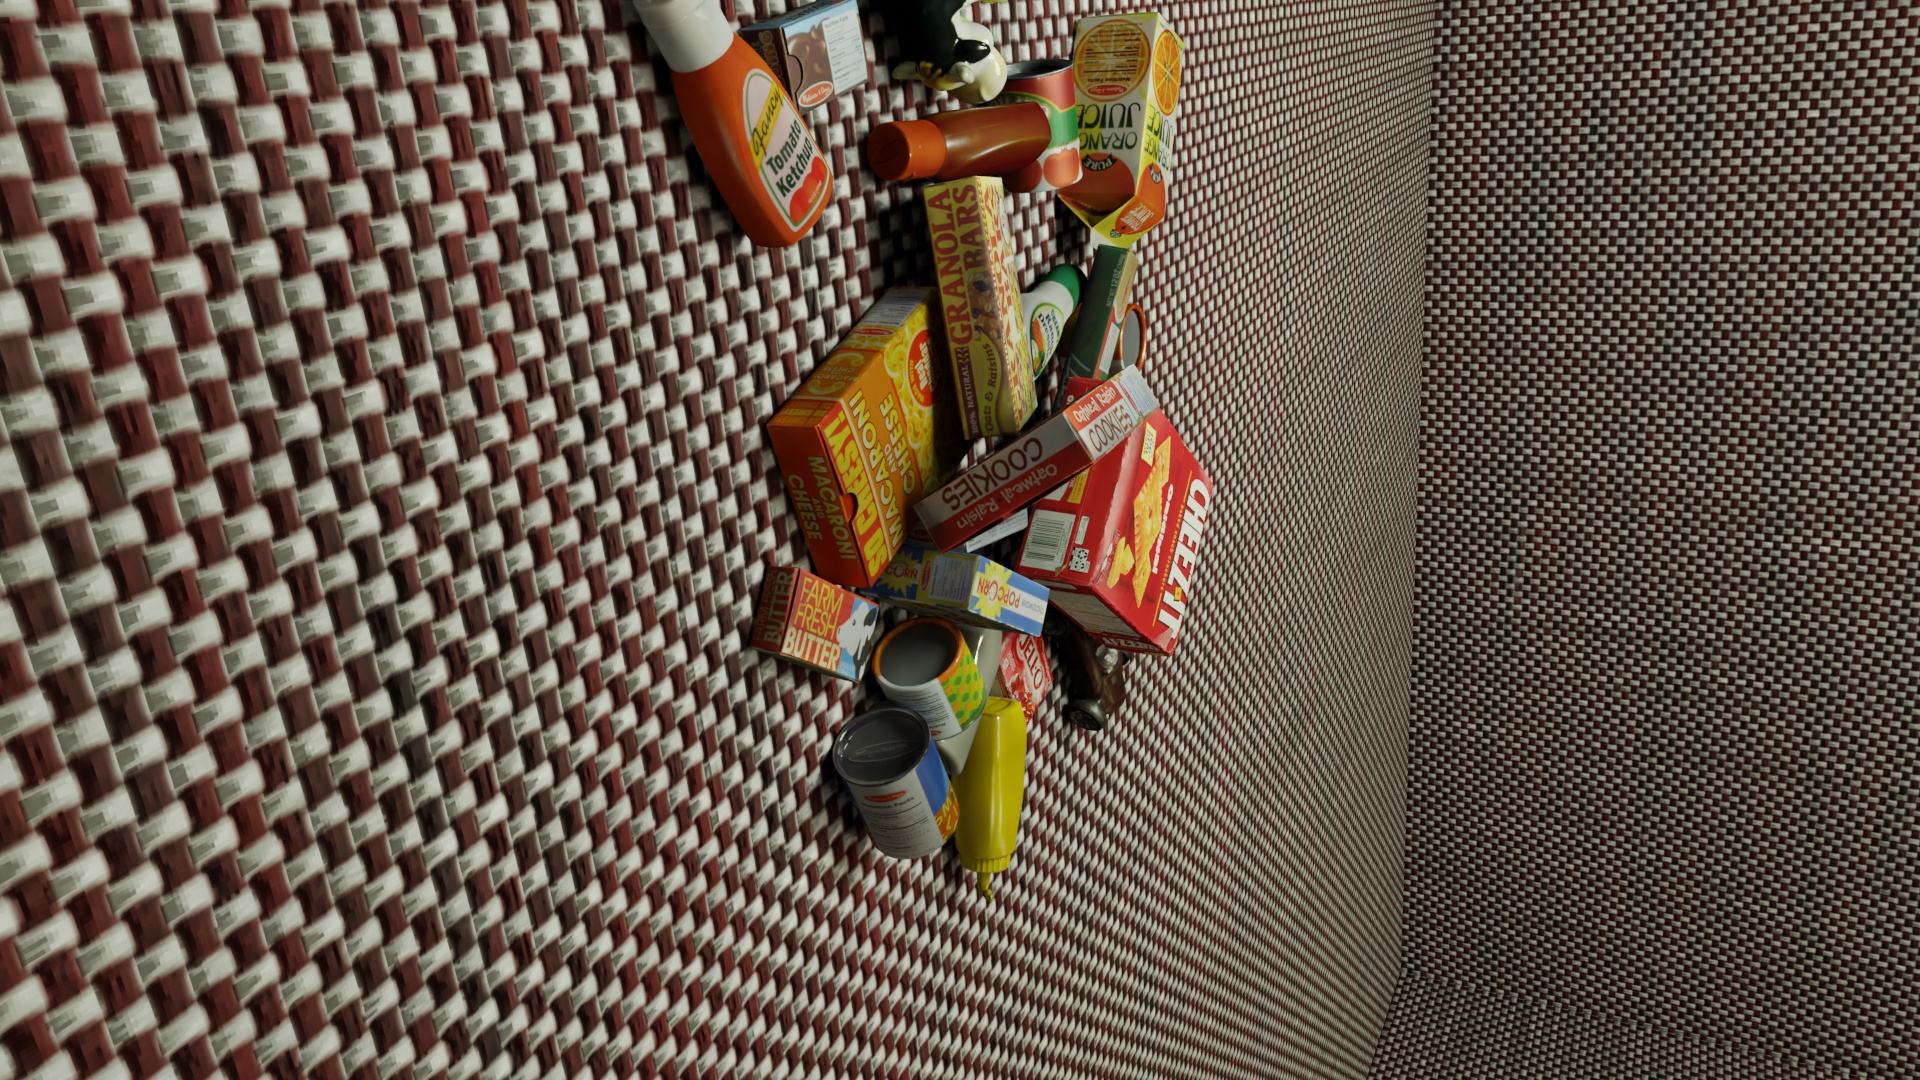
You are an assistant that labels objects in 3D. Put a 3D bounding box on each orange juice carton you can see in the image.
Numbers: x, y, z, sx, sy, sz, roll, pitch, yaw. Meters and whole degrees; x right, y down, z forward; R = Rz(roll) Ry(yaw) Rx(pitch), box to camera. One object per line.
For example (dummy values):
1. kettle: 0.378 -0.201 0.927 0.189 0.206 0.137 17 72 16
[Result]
1. orange juice carton: 0.132 -0.332 1.160 0.072 0.073 0.192 8 89 -63

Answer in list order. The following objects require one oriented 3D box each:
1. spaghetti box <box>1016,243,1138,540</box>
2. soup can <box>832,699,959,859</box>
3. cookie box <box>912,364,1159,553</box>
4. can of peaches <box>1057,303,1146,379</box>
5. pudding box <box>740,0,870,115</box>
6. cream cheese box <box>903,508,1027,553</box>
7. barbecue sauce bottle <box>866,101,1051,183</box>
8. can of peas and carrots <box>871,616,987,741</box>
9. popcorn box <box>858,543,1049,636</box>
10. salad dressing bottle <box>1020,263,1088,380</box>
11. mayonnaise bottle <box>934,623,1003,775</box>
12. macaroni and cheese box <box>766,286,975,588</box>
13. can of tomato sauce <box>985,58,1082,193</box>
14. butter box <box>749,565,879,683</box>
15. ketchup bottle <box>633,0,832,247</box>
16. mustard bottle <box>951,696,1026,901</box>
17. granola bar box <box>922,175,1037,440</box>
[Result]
1. spaghetti box: 0.096 -0.114 1.129 0.050 0.029 0.249 7 99 -74
2. soup can: -0.042 0.160 0.926 0.072 0.071 0.083 -60 146 -38
3. cookie box: 0.055 -0.056 0.925 0.040 0.122 0.168 57 27 -3
4. can of peaches: 0.122 -0.173 1.189 0.071 0.058 0.071 -23 116 -60
5. pudding box: -0.086 -0.275 0.788 0.084 0.030 0.049 -49 138 -49
6. cream cheese box: 0.004 -0.012 0.993 0.104 0.053 0.024 -23 114 -60
7. barbecue sauce bottle: -0.002 -0.264 0.926 0.149 0.064 0.043 -26 95 -50
8. can of peas and carrots: -0.021 0.092 0.953 0.071 0.071 0.058 -63 146 -35
9. popcorn box: -0.002 0.034 0.956 0.126 0.085 0.038 27 74 -62
10. salad dressing bottle: 0.059 -0.171 1.081 0.148 0.044 0.064 -54 143 -48
11. mayonnaise bottle: 0.003 0.095 1.028 0.064 0.041 0.149 66 38 -52
12. macaroni and cheese box: -0.051 -0.069 0.888 0.167 0.040 0.123 -57 142 -44
13. can of tomato sauce: 0.052 -0.303 1.016 0.071 0.071 0.082 -47 136 -50
14. butter box: -0.088 0.053 0.857 0.103 0.024 0.053 33 67 -60
15. ketchup bottle: -0.118 -0.225 0.722 0.065 0.043 0.148 -67 148 -27
16. mustard bottle: 0.020 0.203 1.073 0.065 0.049 0.160 -14 108 -63
17. granola bar box: 0.015 -0.160 0.941 0.124 0.039 0.165 -57 138 -73
